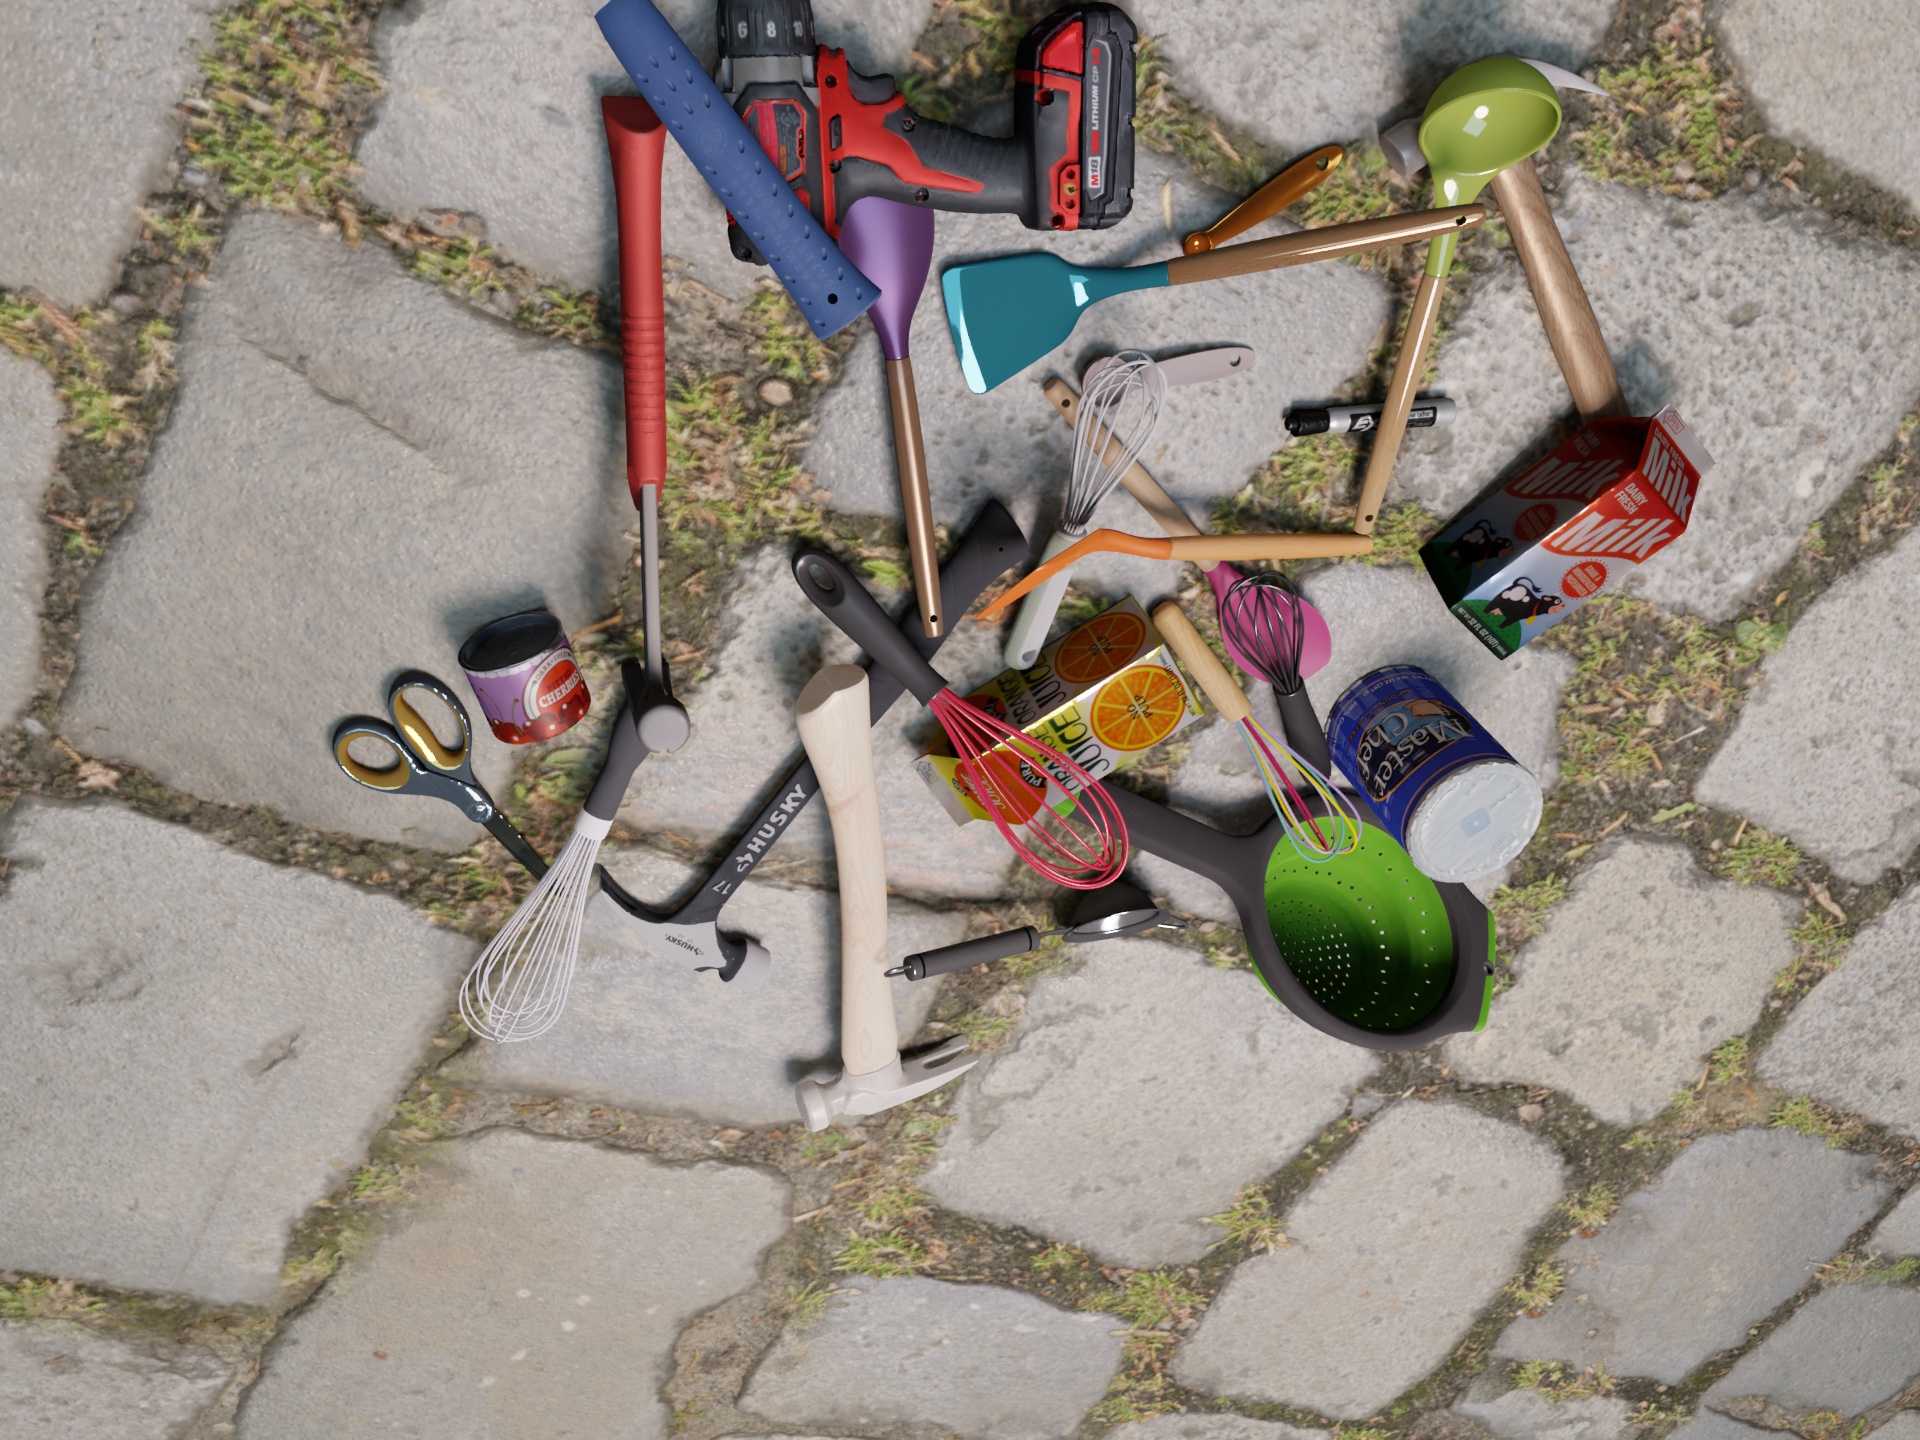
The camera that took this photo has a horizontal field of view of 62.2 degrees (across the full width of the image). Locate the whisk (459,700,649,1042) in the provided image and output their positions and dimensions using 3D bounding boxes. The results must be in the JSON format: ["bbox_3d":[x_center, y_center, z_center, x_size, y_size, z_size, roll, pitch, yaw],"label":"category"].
[{"bbox_3d":[-0.261,0.096,1.071,0.070,0.070,0.284,21,103,-26],"label":"whisk"}]

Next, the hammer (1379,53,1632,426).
[{"bbox_3d":[0.396,-0.286,1.050,0.130,0.031,0.331,-35,124,7],"label":"hammer"}]

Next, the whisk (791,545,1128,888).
[{"bbox_3d":[-0.002,-0.003,1.030,0.073,0.073,0.296,-44,92,13],"label":"whisk"}]

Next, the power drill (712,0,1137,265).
[{"bbox_3d":[-0.024,-0.348,0.863,0.226,0.080,0.187,-5,113,-9],"label":"power drill"}]

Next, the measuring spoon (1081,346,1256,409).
[{"bbox_3d":[0.133,-0.226,1.024,0.124,0.018,0.034,-13,122,-16],"label":"measuring spoon"}]

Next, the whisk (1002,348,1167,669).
[{"bbox_3d":[0.075,-0.129,1.032,0.057,0.059,0.246,-11,138,-36],"label":"whisk"}]

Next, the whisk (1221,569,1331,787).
[{"bbox_3d":[0.235,-0.023,1.146,0.055,0.055,0.238,-28,135,2],"label":"whisk"}]

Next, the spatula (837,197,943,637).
[{"bbox_3d":[-0.033,-0.197,0.972,0.059,0.018,0.315,-11,116,-10],"label":"spatula"}]

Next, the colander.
[{"bbox_3d":[0.217,0.133,1.220,0.397,0.205,0.094,24,148,-11],"label":"colander"}]

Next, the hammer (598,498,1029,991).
[{"bbox_3d":[-0.092,0.015,1.094,0.149,0.036,0.409,30,108,-28],"label":"hammer"}]

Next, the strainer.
[{"bbox_3d":[0.058,0.160,1.195,0.258,0.050,0.087,-10,161,-28],"label":"strainer"}]

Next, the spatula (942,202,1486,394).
[{"bbox_3d":[0.150,-0.267,0.951,0.317,0.044,0.082,-8,122,13],"label":"spatula"}]

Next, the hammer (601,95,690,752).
[{"bbox_3d":[-0.183,-0.170,0.924,0.036,0.149,0.359,-3,110,-15],"label":"hammer"}]

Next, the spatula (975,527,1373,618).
[{"bbox_3d":[0.155,-0.104,1.043,0.322,0.041,0.081,-5,163,-32],"label":"spatula"}]

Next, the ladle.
[{"bbox_3d":[0.294,-0.250,0.997,0.078,0.062,0.320,3,128,-5],"label":"ladle"}]

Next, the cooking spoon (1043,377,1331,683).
[{"bbox_3d":[0.158,-0.124,1.089,0.068,0.017,0.318,-36,125,20],"label":"cooking spoon"}]

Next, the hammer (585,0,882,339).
[{"bbox_3d":[-0.182,-0.360,0.783,0.144,0.035,0.405,-35,110,9],"label":"hammer"}]

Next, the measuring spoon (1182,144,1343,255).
[{"bbox_3d":[0.186,-0.320,0.983,0.117,0.011,0.021,-34,125,2],"label":"measuring spoon"}]

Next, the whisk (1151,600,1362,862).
[{"bbox_3d":[0.211,0.012,1.152,0.051,0.047,0.244,-41,108,-3],"label":"whisk"}]

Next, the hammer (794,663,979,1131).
[{"bbox_3d":[-0.061,0.133,1.140,0.146,0.038,0.410,-17,130,-19],"label":"hammer"}]
